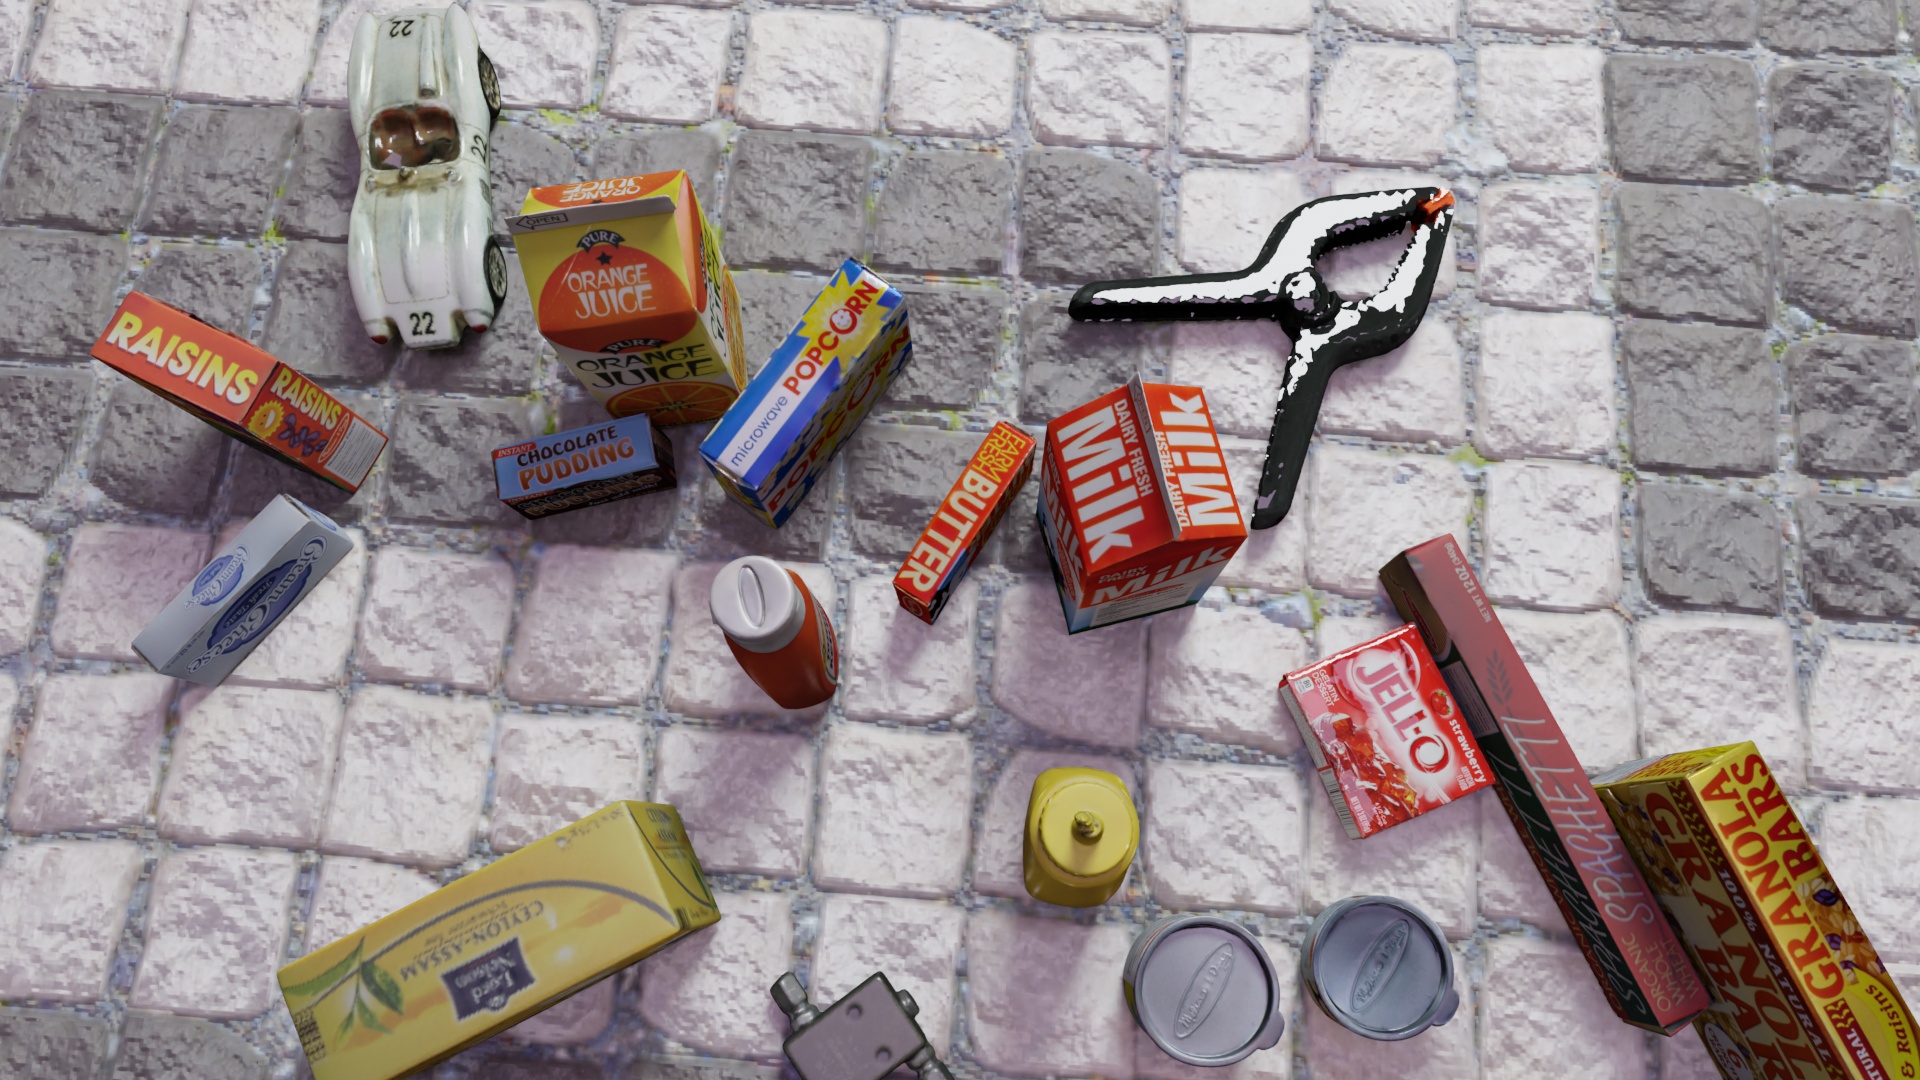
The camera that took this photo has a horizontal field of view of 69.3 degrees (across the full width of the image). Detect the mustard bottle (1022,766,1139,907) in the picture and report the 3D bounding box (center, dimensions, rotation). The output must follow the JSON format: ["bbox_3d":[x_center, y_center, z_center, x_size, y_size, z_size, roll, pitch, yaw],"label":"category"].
[{"bbox_3d":[0.054,0.132,0.623,0.049,0.160,0.065,5,77,2],"label":"mustard bottle"}]

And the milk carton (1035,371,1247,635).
[{"bbox_3d":[0.080,-0.014,0.643,0.073,0.190,0.072,-14,77,-2],"label":"milk carton"}]

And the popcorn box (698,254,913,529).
[{"bbox_3d":[-0.077,-0.073,0.715,0.038,0.085,0.127,34,79,9],"label":"popcorn box"}]

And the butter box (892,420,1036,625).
[{"bbox_3d":[0.003,-0.009,0.714,0.024,0.053,0.103,31,79,8],"label":"butter box"}]

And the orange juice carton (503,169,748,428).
[{"bbox_3d":[-0.154,-0.118,0.672,0.072,0.192,0.073,-7,77,-1],"label":"orange juice carton"}]

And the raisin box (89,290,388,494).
[{"bbox_3d":[-0.357,-0.072,0.699,0.086,0.123,0.040,25,79,7],"label":"raisin box"}]

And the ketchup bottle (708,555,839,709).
[{"bbox_3d":[-0.087,0.041,0.654,0.043,0.148,0.065,-15,77,-2],"label":"ketchup bottle"}]

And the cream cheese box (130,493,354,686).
[{"bbox_3d":[-0.365,0.026,0.711,0.024,0.053,0.104,39,80,9],"label":"cream cheese box"}]

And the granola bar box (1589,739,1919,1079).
[{"bbox_3d":[0.353,0.178,0.625,0.039,0.124,0.166,-24,77,-4],"label":"granola bar box"}]

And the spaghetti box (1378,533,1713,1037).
[{"bbox_3d":[0.281,0.115,0.680,0.029,0.050,0.250,-24,77,-5],"label":"spaghetti box"}]

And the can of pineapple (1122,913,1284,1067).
[{"bbox_3d":[0.113,0.212,0.655,0.071,0.057,0.071,0,76,1],"label":"can of pineapple"}]

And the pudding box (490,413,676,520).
[{"bbox_3d":[-0.195,-0.038,0.726,0.084,0.049,0.030,-13,77,-2],"label":"pudding box"}]

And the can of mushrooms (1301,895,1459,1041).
[{"bbox_3d":[0.201,0.206,0.668,0.071,0.033,0.071,0,76,1],"label":"can of mushrooms"}]
